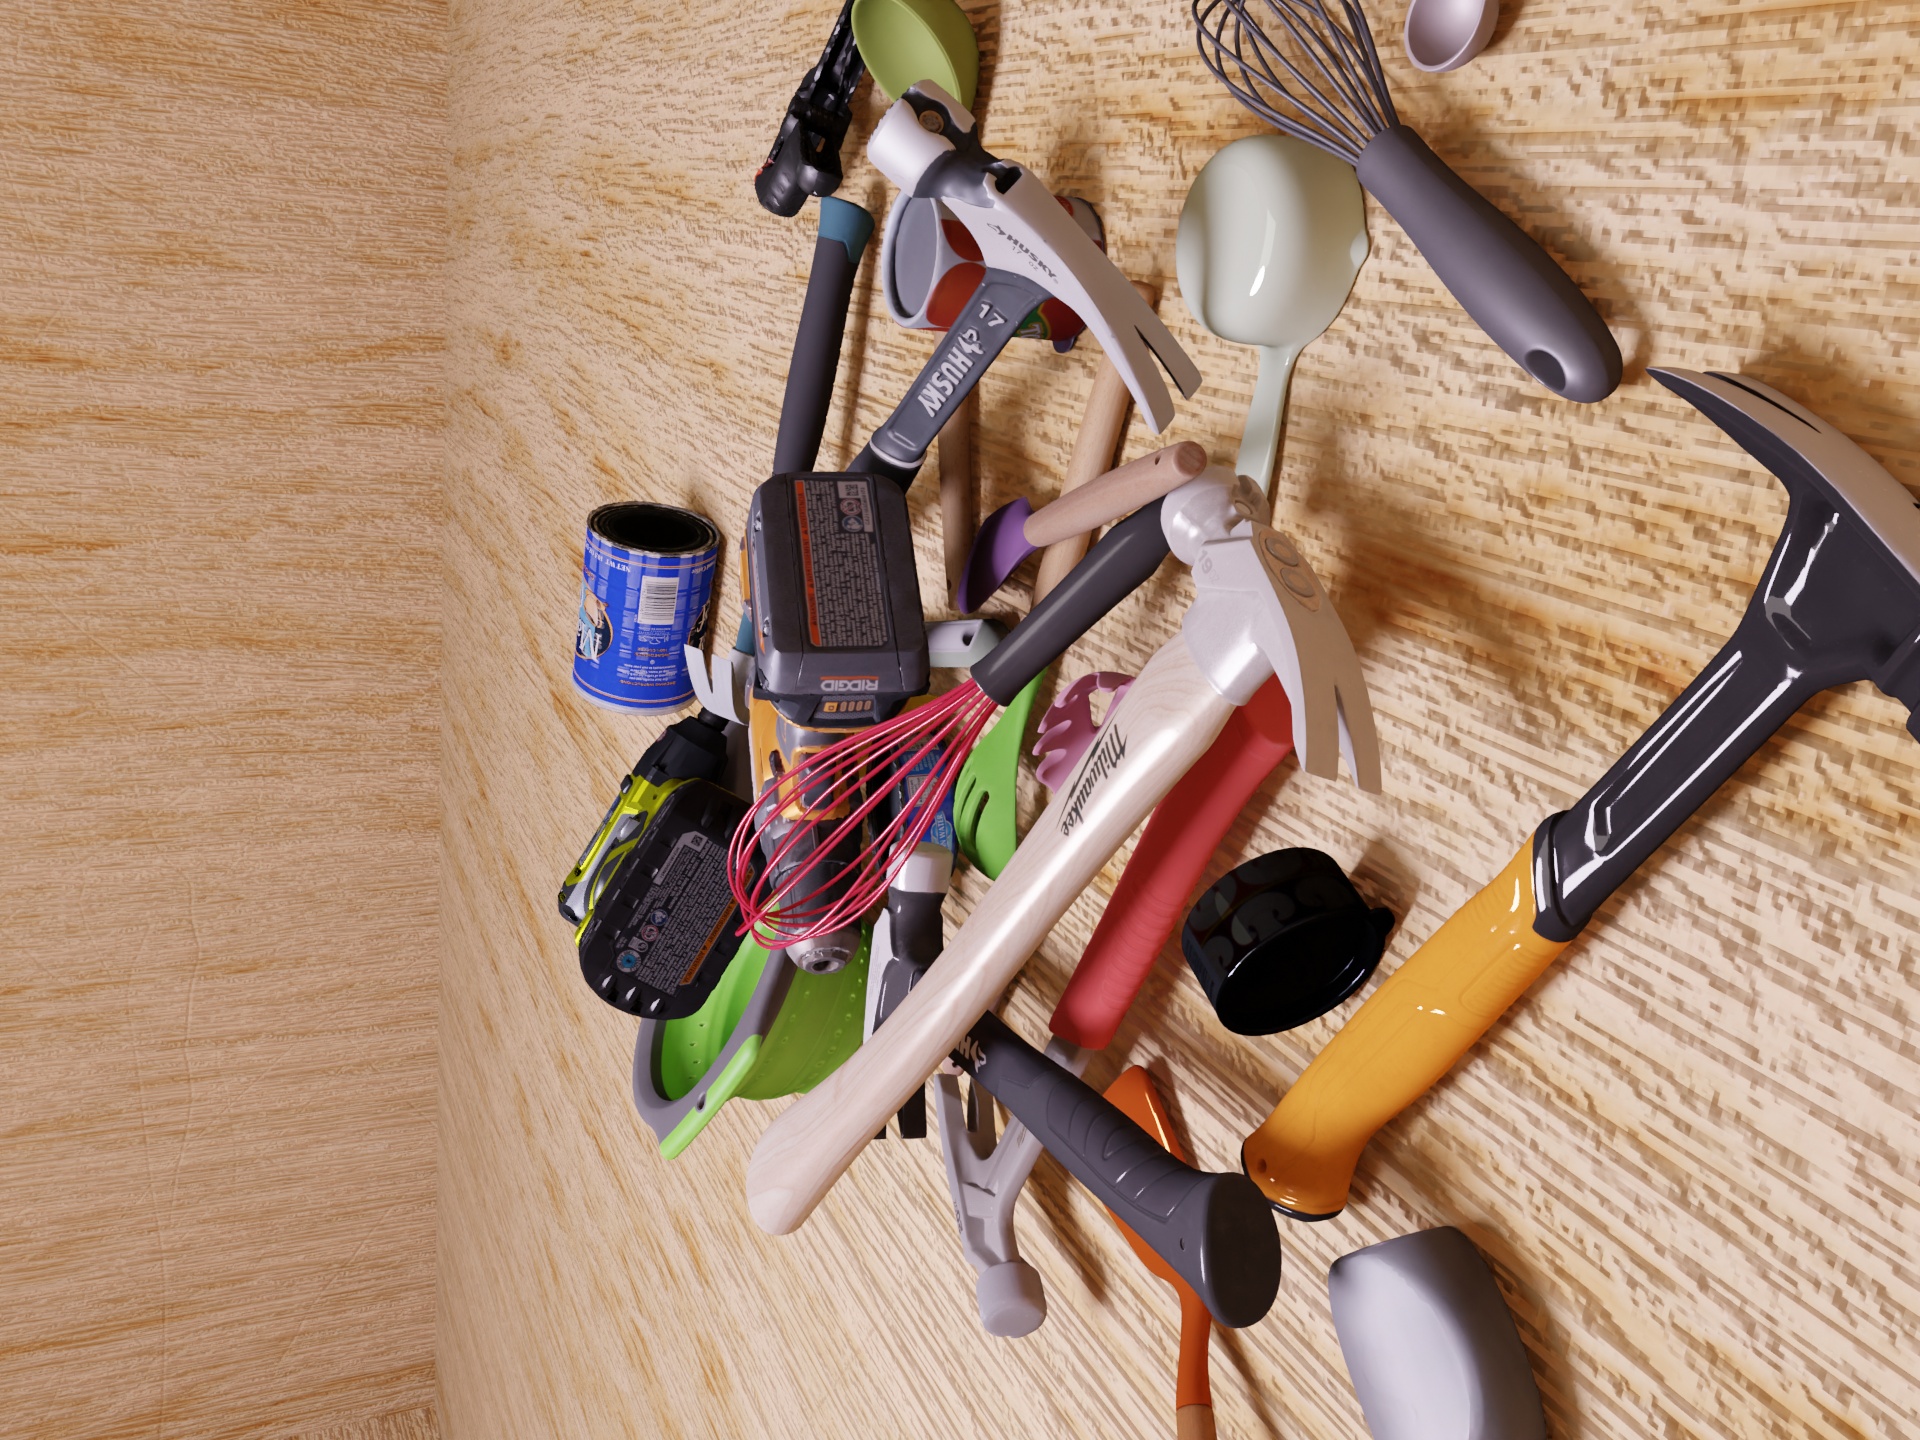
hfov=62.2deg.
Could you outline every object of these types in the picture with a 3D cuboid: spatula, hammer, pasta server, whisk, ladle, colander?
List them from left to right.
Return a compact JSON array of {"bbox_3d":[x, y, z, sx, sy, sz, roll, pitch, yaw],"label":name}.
[{"bbox_3d":[-0.117,0.112,1.030,0.204,0.094,0.398,-51,26,27],"label":"colander"},{"bbox_3d":[-0.104,-0.152,0.982,0.033,0.128,0.331,20,108,17],"label":"hammer"},{"bbox_3d":[-0.042,-0.043,0.902,0.246,0.059,0.058,3,68,60],"label":"whisk"},{"bbox_3d":[-0.020,-0.133,0.749,0.149,0.036,0.409,41,161,-5],"label":"hammer"},{"bbox_3d":[-0.017,-0.217,0.827,0.078,0.062,0.320,-169,76,-66],"label":"ladle"},{"bbox_3d":[-0.001,-0.002,0.685,0.296,0.073,0.073,-44,47,18],"label":"whisk"},{"bbox_3d":[0.013,0.097,0.634,0.410,0.038,0.146,-55,32,33],"label":"hammer"},{"bbox_3d":[0.029,0.158,0.663,0.335,0.035,0.146,-158,75,-66],"label":"hammer"},{"bbox_3d":[0.034,0.087,0.764,0.040,0.060,0.316,-69,0,-47],"label":"pasta server"},{"bbox_3d":[0.040,-0.083,0.681,0.316,0.018,0.060,175,116,-76],"label":"spatula"},{"bbox_3d":[0.062,0.107,0.697,0.149,0.036,0.358,-104,28,-50],"label":"hammer"},{"bbox_3d":[0.085,0.292,0.617,0.323,0.041,0.081,-91,19,-44],"label":"spatula"},{"bbox_3d":[0.141,-0.186,0.518,0.239,0.055,0.055,64,145,32],"label":"whisk"},{"bbox_3d":[0.168,0.056,0.492,0.127,0.034,0.336,66,147,35],"label":"hammer"}]

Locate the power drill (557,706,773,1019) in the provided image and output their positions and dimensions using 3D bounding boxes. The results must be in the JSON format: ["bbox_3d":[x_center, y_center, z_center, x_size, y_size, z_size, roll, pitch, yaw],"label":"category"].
[{"bbox_3d":[-0.181,0.079,0.983,0.171,0.080,0.223,-59,20,1],"label":"power drill"}]

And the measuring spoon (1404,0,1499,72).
[{"bbox_3d":[0.180,-0.246,0.473,0.124,0.018,0.034,-48,47,46],"label":"measuring spoon"}]

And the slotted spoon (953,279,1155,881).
[{"bbox_3d":[0.041,-0.054,0.752,0.070,0.031,0.313,-118,37,-53],"label":"slotted spoon"}]

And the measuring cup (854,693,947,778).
[{"bbox_3d":[-0.046,0.004,0.943,0.156,0.029,0.062,-15,87,52],"label":"measuring cup"}]

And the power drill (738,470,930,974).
[{"bbox_3d":[-0.070,0.008,0.805,0.226,0.084,0.186,108,157,-57],"label":"power drill"}]

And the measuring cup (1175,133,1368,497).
[{"bbox_3d":[0.104,-0.134,0.599,0.083,0.038,0.167,35,121,59],"label":"measuring cup"}]
